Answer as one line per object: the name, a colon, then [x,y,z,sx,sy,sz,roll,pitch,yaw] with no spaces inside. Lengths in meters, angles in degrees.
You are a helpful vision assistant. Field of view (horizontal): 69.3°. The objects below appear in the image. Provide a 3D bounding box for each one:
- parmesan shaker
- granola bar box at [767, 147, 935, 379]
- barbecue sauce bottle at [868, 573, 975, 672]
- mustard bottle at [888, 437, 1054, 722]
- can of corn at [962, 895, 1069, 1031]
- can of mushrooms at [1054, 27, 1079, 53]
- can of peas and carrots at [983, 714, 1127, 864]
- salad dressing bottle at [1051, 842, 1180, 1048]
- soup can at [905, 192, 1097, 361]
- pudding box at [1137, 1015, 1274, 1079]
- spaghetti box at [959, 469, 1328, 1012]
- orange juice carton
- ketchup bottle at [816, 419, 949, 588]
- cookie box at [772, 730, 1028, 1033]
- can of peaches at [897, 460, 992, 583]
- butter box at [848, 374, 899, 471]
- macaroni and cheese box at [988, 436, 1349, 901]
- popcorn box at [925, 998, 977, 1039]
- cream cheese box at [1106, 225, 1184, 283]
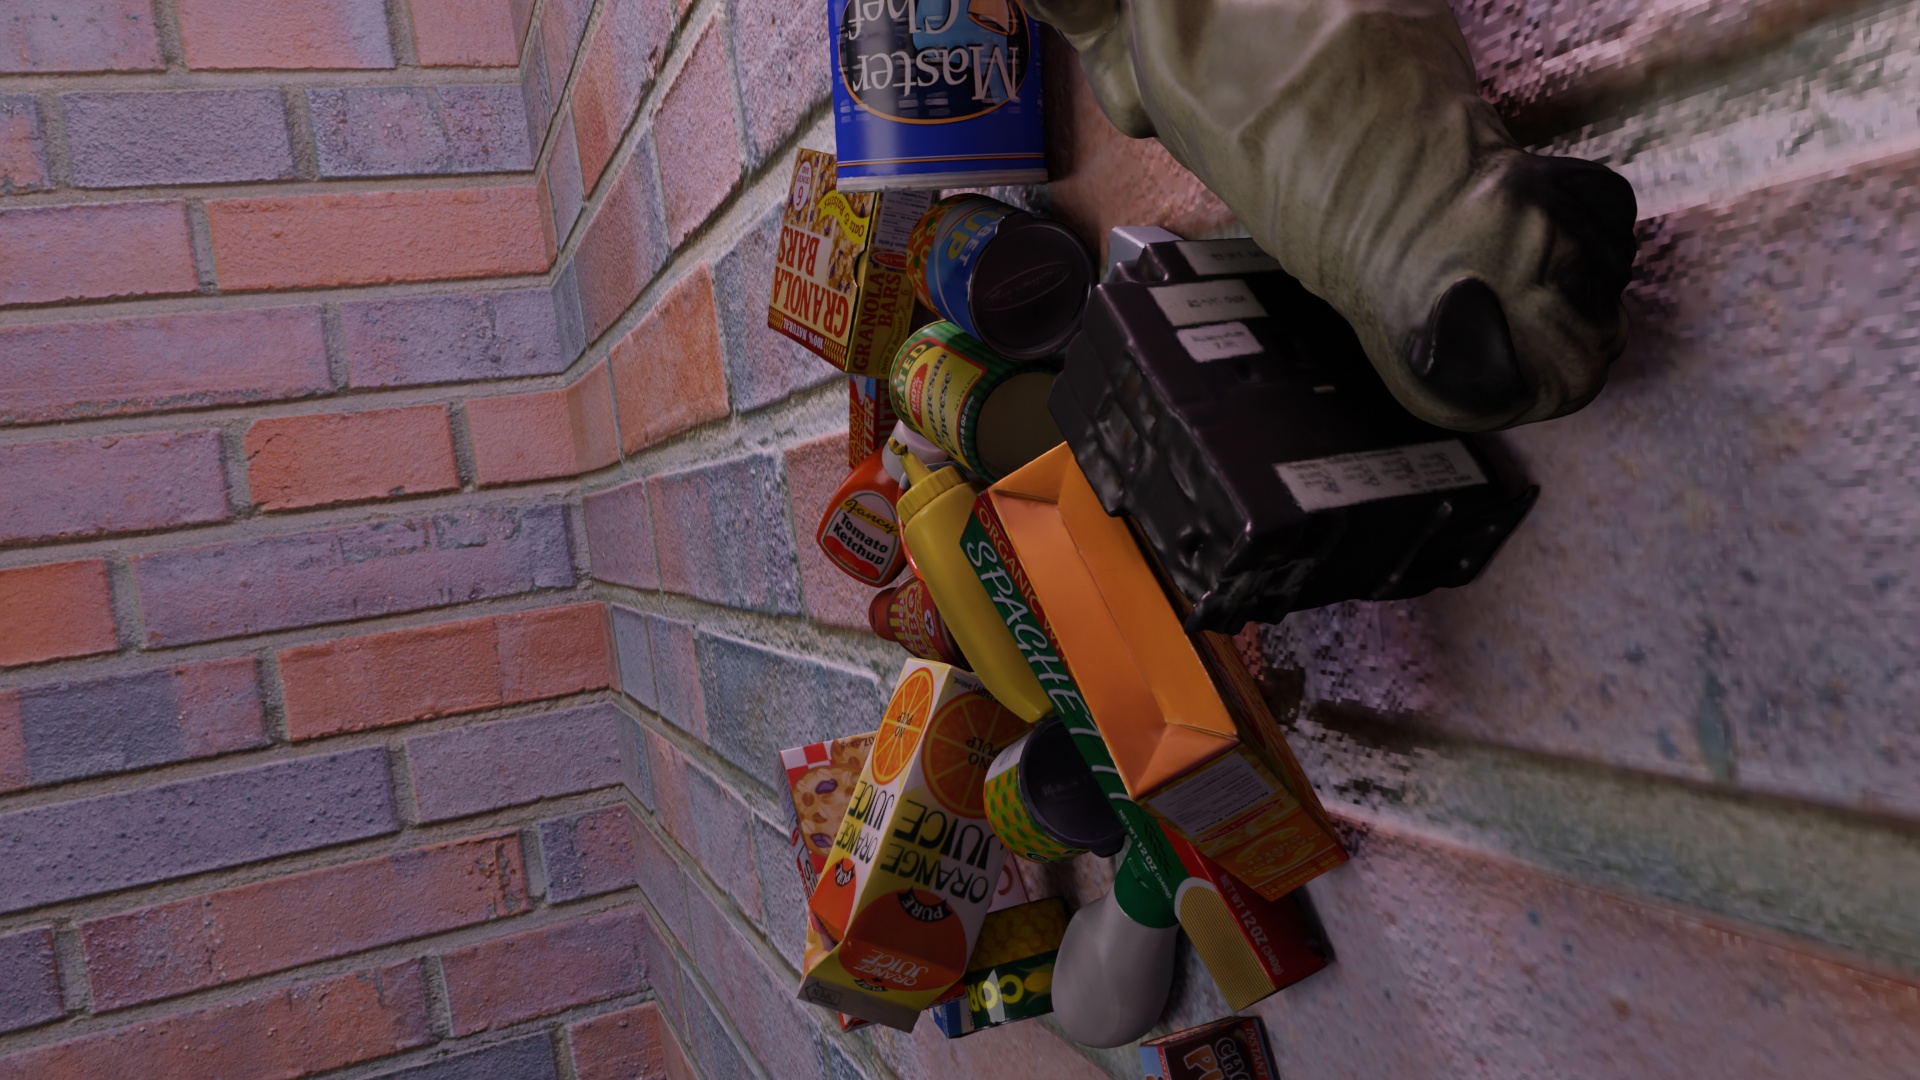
parmesan shaker: [0.013,-0.073,0.708,0.103,0.071,0.071,-141,47,-59]
granola bar box: [-0.074,-0.180,0.884,0.166,0.039,0.124,37,118,60]
barbecue sauce bottle: [-0.017,0.046,0.857,0.148,0.044,0.065,174,85,-69]
mustard bottle: [0.011,0.012,0.697,0.160,0.065,0.048,56,167,11]
can of corn: [0.031,0.235,0.773,0.071,0.071,0.058,131,127,-62]
can of mushrooms: [0.068,-0.209,0.522,0.033,0.071,0.070,-137,43,-55]
can of peas and carrots: [0.052,0.126,0.687,0.058,0.071,0.071,130,128,-63]
salad dressing bottle: [0.082,0.190,0.667,0.146,0.044,0.064,105,150,-43]
soup can: [0.017,-0.132,0.672,0.084,0.071,0.071,-137,43,-57]
pudding box: [0.114,0.255,0.602,0.030,0.050,0.084,133,126,-65]
spaghetti box: [0.072,0.082,0.608,0.251,0.029,0.050,60,156,22]
orange juice carton: [-0.022,0.167,0.759,0.073,0.072,0.193,-6,61,68]
ketchup bottle: [-0.044,-0.029,0.880,0.065,0.044,0.148,37,142,2]
cookie box: [-0.033,0.197,0.844,0.040,0.123,0.168,115,141,-55]
can of peaches: [0.003,-0.010,0.767,0.071,0.058,0.071,173,89,-68]
butter box: [-0.056,-0.087,0.929,0.053,0.024,0.103,-134,41,-56]
macaroni and cheese box: [0.078,0.052,0.499,0.166,0.040,0.124,44,-161,-55]
popcorn box: [-0.012,0.254,0.929,0.085,0.038,0.126,-159,62,-67]
cream cheese box: [0.092,-0.089,0.561,0.104,0.024,0.053,-131,39,-54]
